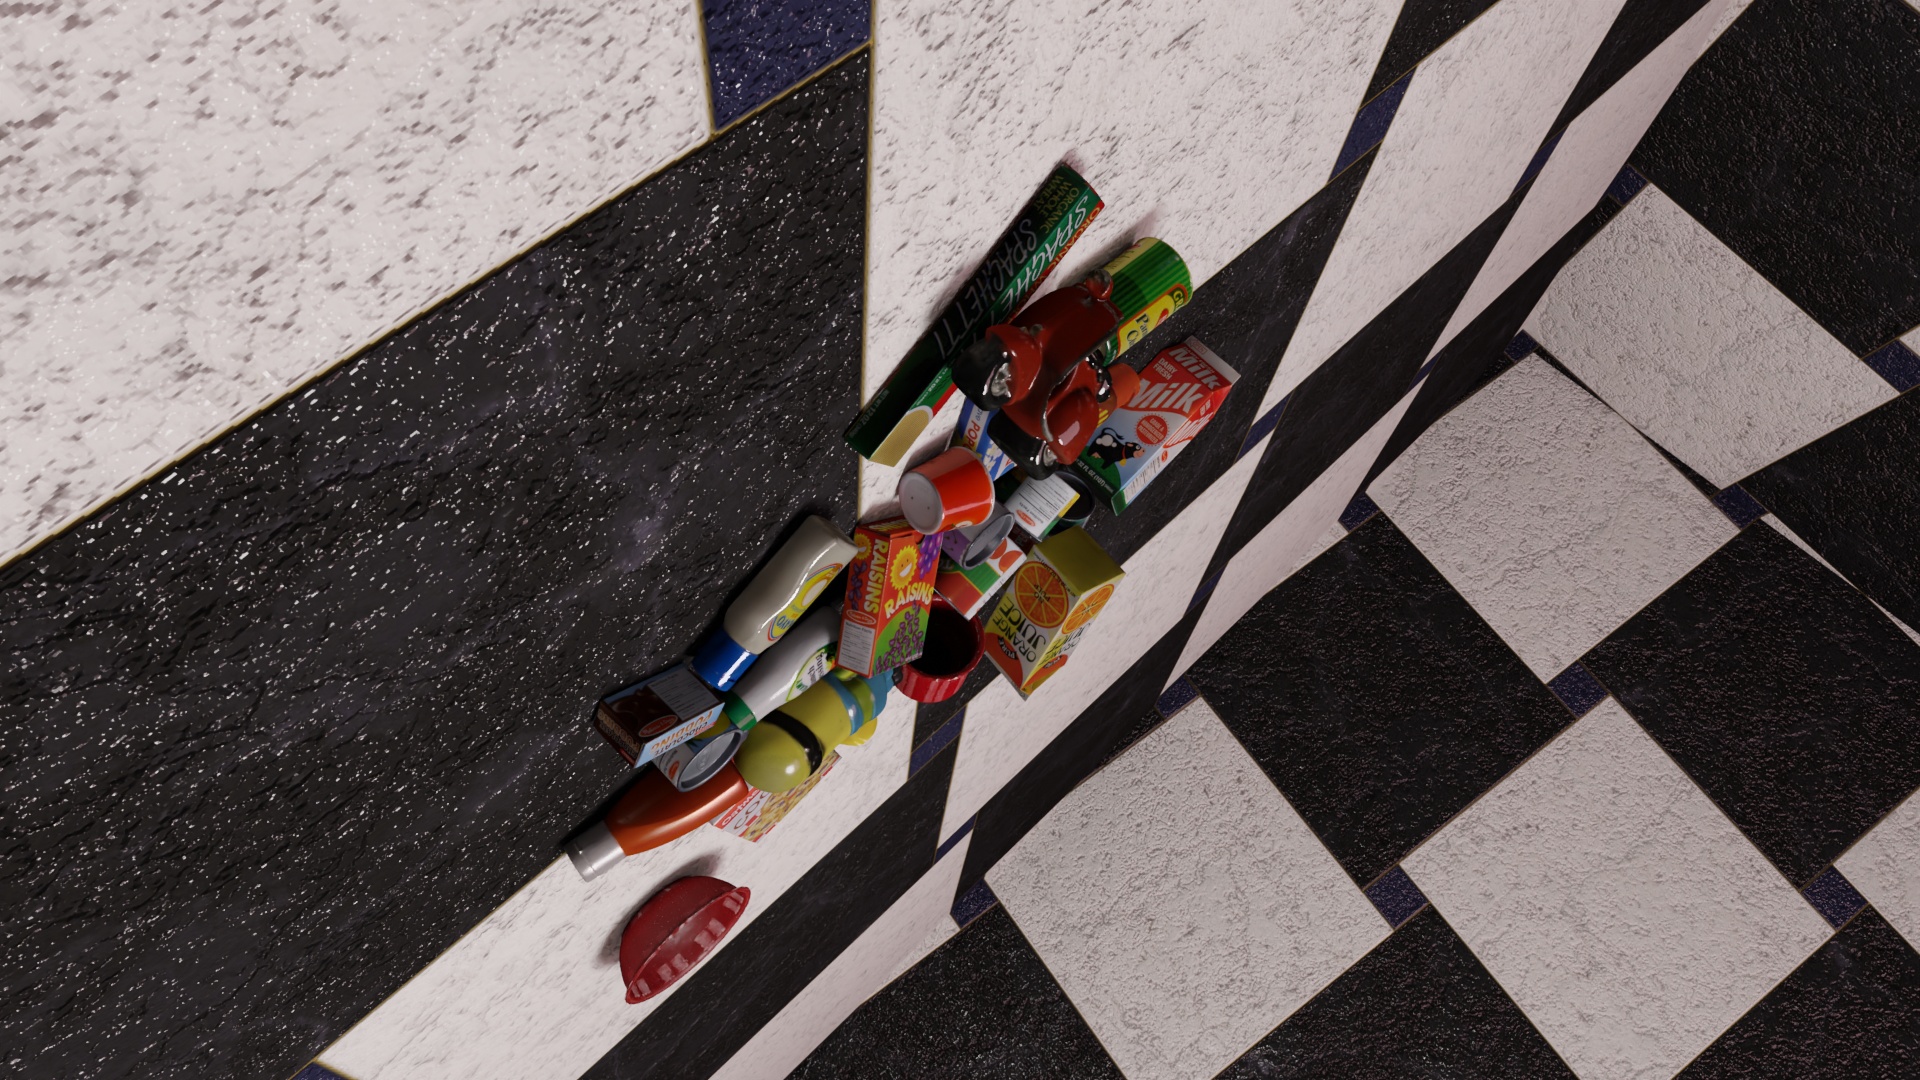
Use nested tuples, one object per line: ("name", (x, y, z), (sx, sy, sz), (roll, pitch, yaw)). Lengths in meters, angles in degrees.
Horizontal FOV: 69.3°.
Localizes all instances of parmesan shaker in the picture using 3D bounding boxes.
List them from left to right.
("parmesan shaker", (0.130, -0.192, 1.133), (0.103, 0.071, 0.071), (-39, 161, -23))

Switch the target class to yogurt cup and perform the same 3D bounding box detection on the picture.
("yogurt cup", (-0.013, -0.038, 1.133), (0.054, 0.072, 0.072), (-22, 150, -38))

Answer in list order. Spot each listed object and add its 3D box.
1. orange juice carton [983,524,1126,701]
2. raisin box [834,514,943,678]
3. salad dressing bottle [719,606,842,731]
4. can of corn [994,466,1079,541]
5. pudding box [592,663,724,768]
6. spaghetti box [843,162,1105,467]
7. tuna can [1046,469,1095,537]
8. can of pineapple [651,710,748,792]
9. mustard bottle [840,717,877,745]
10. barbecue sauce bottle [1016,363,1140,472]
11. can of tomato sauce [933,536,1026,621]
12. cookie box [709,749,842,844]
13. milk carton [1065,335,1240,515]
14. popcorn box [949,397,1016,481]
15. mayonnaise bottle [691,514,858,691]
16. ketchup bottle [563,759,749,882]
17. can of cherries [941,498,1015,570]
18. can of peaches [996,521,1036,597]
("orange juice carton", (0.081, 0.080, 1.392), (0.073, 0.072, 0.191), (-23, 152, -42))
("raisin box", (-0.059, 0.045, 1.164), (0.086, 0.040, 0.123), (-14, 117, -59))
("salad dressing bottle", (-0.154, 0.116, 1.164), (0.148, 0.044, 0.064), (-40, 159, -22))
("can of corn", (0.069, -0.043, 1.314), (0.058, 0.071, 0.071), (-49, 162, 5))
("pudding box", (-0.221, 0.127, 1.020), (0.084, 0.050, 0.030), (-26, 151, -51))
("spaghetti box", (0.010, -0.157, 0.988), (0.249, 0.029, 0.050), (-50, 163, 10))
("tuna can", (0.097, -0.037, 1.392), (0.071, 0.071, 0.032), (-33, 158, -38))
("can of pineapple", (-0.211, 0.152, 1.083), (0.071, 0.058, 0.070), (-42, 162, -17))
("mustard bottle", (-0.109, 0.173, 1.367), (0.159, 0.049, 0.065), (80, 23, -71))
("barbecue sauce bottle", (0.106, -0.118, 1.272), (0.149, 0.044, 0.064), (-35, 158, -35))
("can of tomato sauce", (0.010, 0.023, 1.317), (0.083, 0.071, 0.071), (-47, 162, -3))
("cookie box", (-0.185, 0.228, 1.341), (0.123, 0.040, 0.167), (-45, 163, -9))
("milk carton", (0.198, -0.123, 1.428), (0.190, 0.072, 0.073), (-45, 162, -3))
("popcorn box", (0.039, -0.106, 1.149), (0.085, 0.038, 0.126), (-36, 159, -35))
("mayonnaise bottle", (-0.142, 0.048, 1.050), (0.148, 0.041, 0.064), (-49, 164, 3))
("ketchup bottle", (-0.252, 0.223, 1.144), (0.149, 0.065, 0.043), (-32, 143, -16))
("can of cherries", (0.004, -0.015, 1.229), (0.072, 0.058, 0.071), (-43, 162, -17))
("can of peaches", (0.055, 0.023, 1.431), (0.071, 0.058, 0.071), (-41, 161, -17))
